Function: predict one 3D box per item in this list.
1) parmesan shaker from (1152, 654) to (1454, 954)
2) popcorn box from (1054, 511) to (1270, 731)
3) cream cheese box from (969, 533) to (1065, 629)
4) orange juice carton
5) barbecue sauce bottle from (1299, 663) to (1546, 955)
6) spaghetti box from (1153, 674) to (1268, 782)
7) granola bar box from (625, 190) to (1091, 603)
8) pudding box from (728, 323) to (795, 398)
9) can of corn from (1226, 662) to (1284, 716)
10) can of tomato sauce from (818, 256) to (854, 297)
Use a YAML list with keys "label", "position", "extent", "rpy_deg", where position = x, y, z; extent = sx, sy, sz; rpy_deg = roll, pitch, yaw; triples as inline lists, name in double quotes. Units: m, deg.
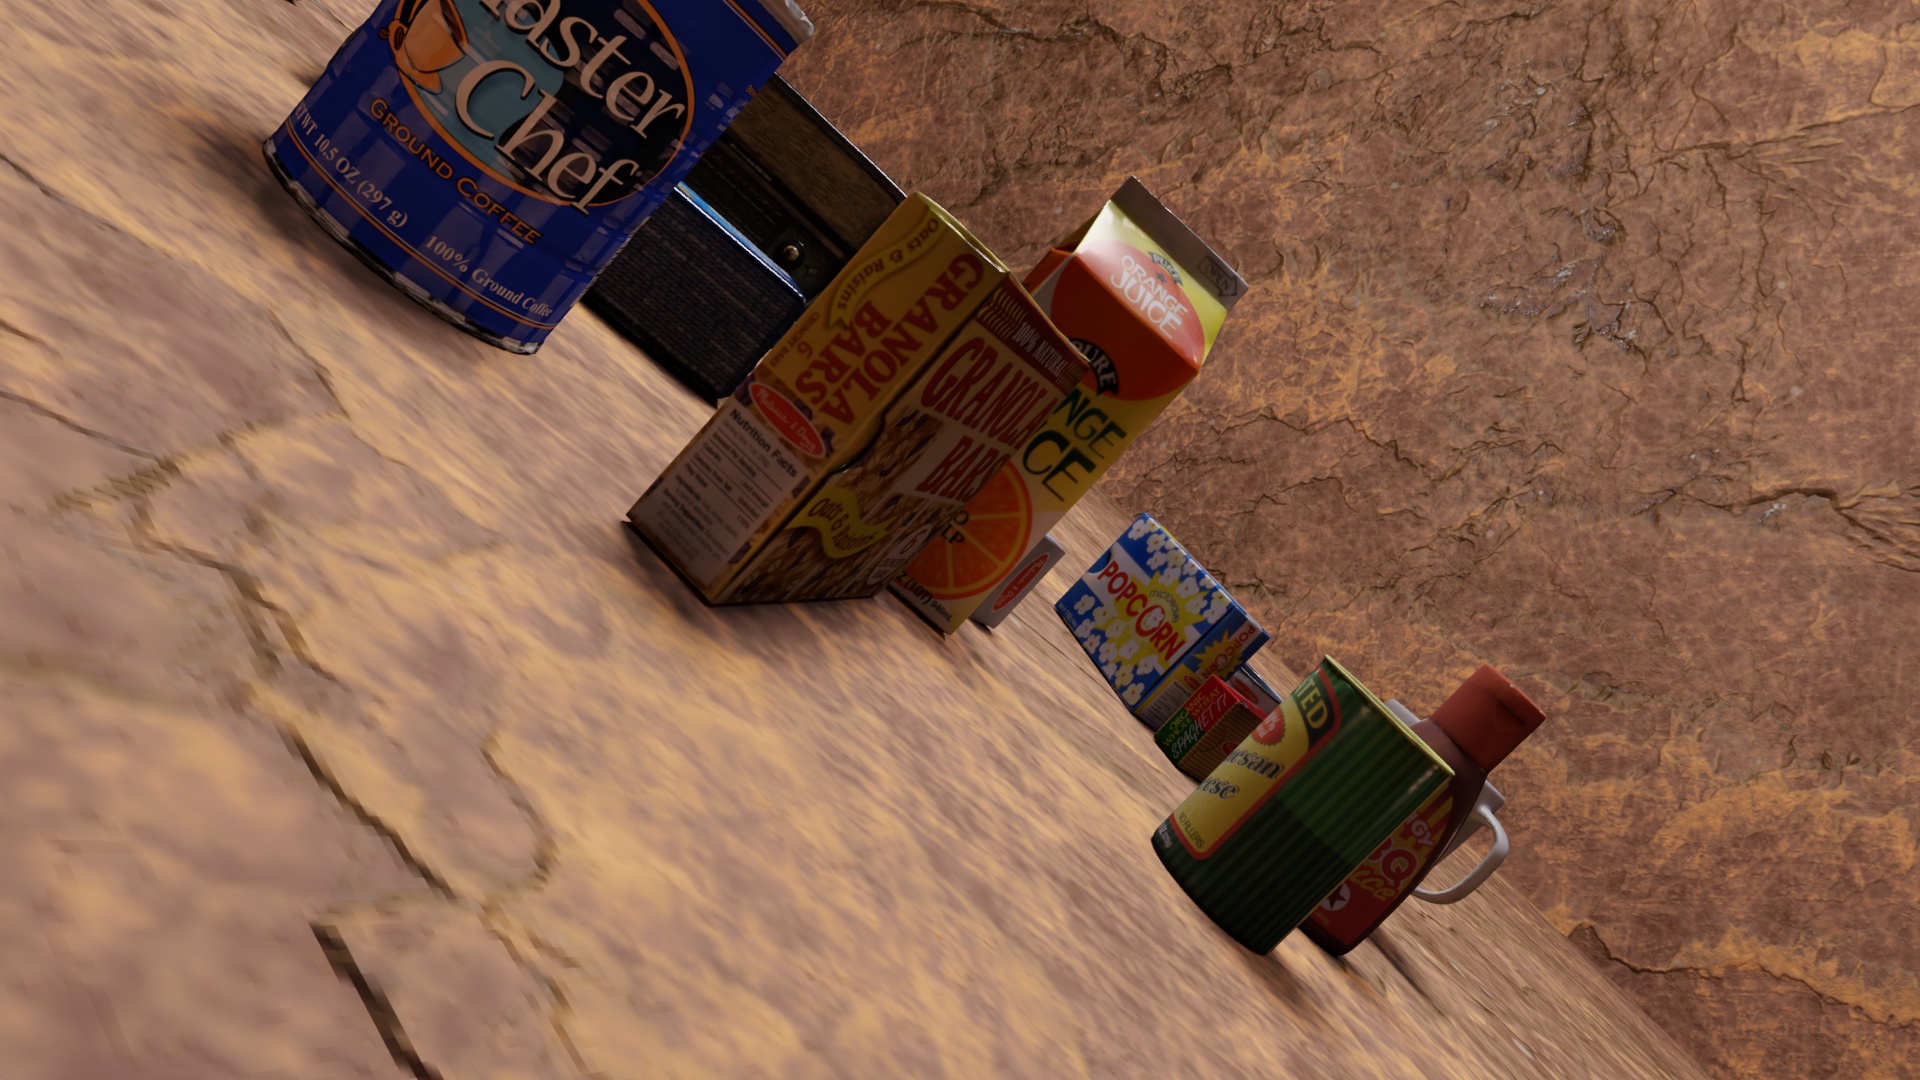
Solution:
- label: "parmesan shaker"
  position: [0.134, 0.105, 0.549]
  extent: [0.071, 0.103, 0.071]
  rpy_deg: [42, 8, -7]
- label: "popcorn box"
  position: [0.117, 0.048, 0.830]
  extent: [0.038, 0.085, 0.127]
  rpy_deg: [39, 9, -31]
- label: "cream cheese box"
  position: [0.002, -0.009, 0.685]
  extent: [0.024, 0.053, 0.104]
  rpy_deg: [35, 11, -46]
- label: "orange juice carton"
  position: [0.031, -0.059, 0.588]
  extent: [0.072, 0.192, 0.073]
  rpy_deg: [42, 8, -11]
- label: "barbecue sauce bottle"
  position: [0.207, 0.122, 0.651]
  extent: [0.065, 0.148, 0.044]
  rpy_deg: [43, 7, -1]
- label: "spaghetti box"
  position: [0.200, 0.149, 0.830]
  extent: [0.249, 0.050, 0.029]
  rpy_deg: [35, 11, -43]
- label: "granola bar box"
  position: [-0.021, -0.036, 0.457]
  extent: [0.039, 0.124, 0.165]
  rpy_deg: [44, 8, 10]
- label: "pudding box"
  position: [-0.071, -0.060, 0.610]
  extent: [0.030, 0.049, 0.084]
  rpy_deg: [39, 9, -28]
- label: "can of corn"
  position: [0.157, 0.100, 0.850]
  extent: [0.071, 0.058, 0.071]
  rpy_deg: [42, 8, -7]
- label: "can of tomato sauce"
  position: [-0.061, -0.102, 0.760]
  extent: [0.071, 0.083, 0.071]
  rpy_deg: [42, 8, -7]
